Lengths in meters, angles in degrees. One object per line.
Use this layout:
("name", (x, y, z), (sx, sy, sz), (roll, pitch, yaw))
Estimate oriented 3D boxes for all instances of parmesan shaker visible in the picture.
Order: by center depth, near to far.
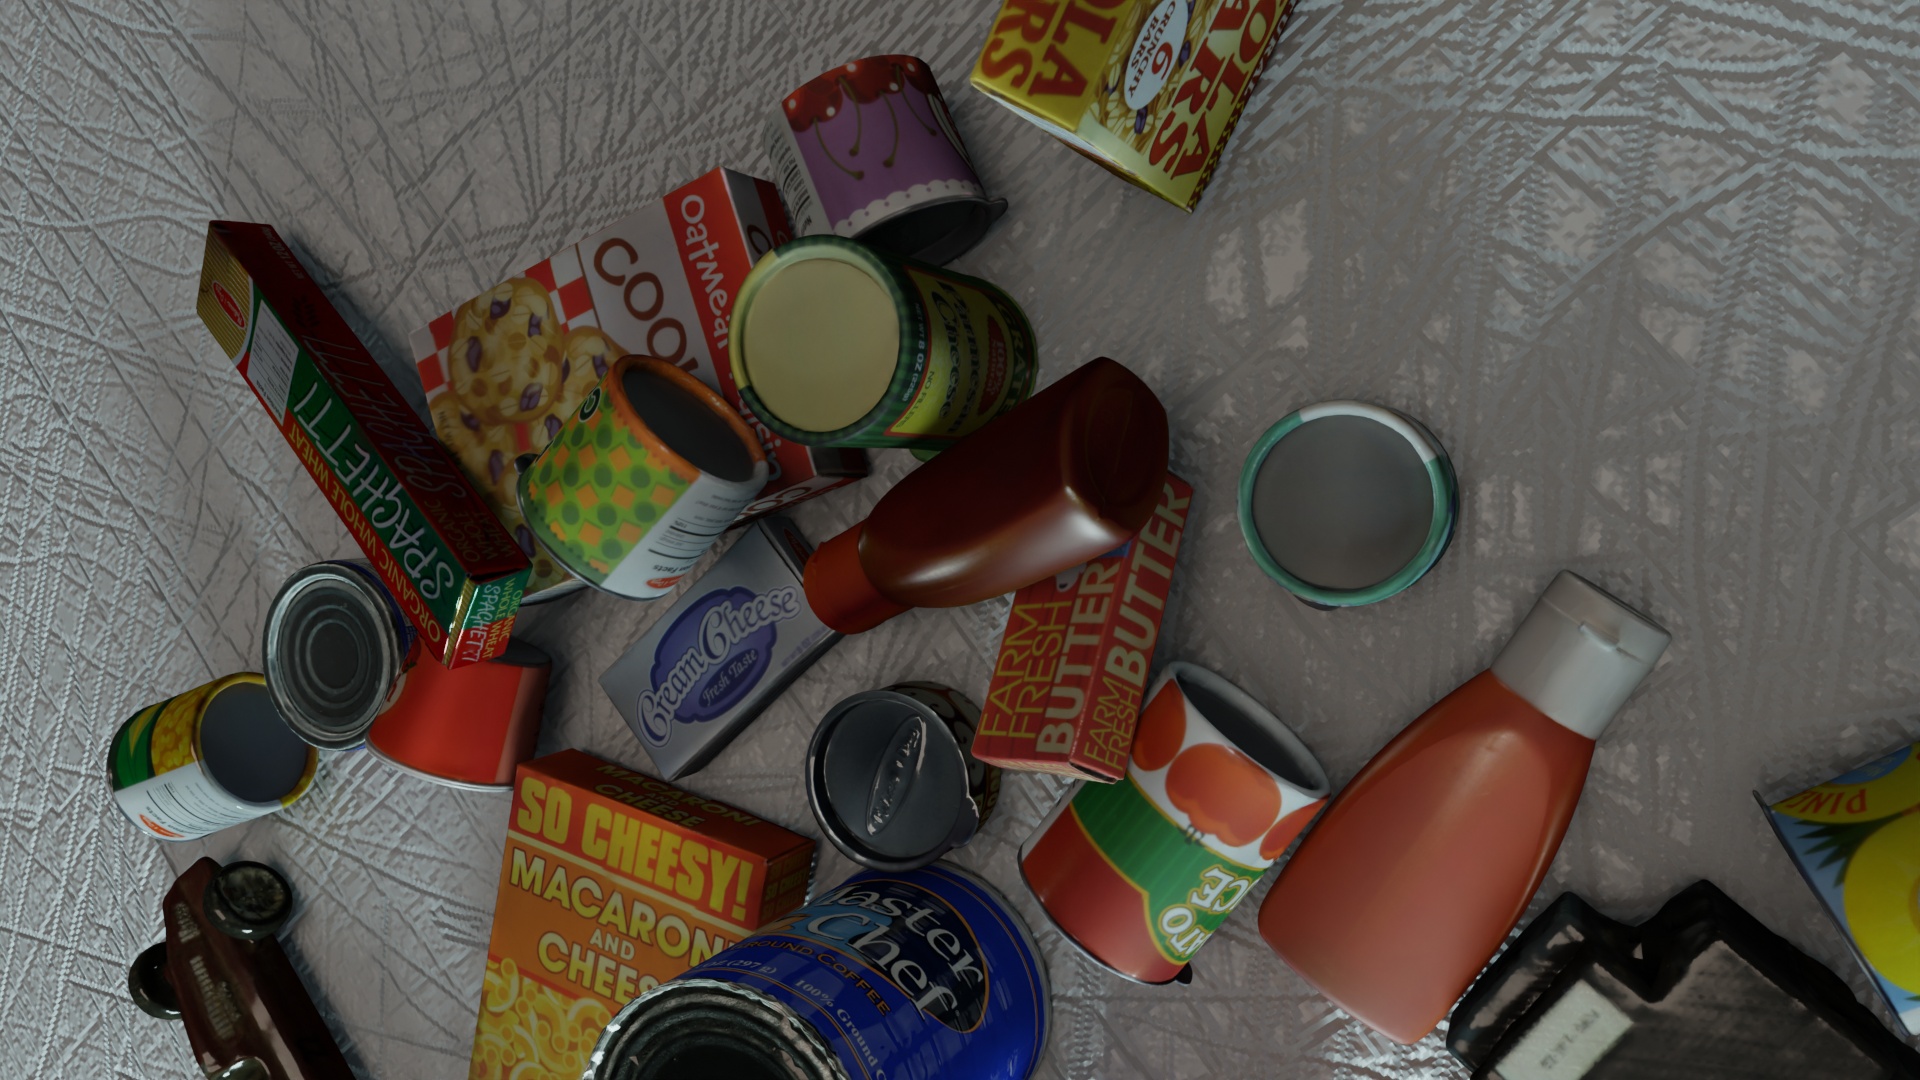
("parmesan shaker", (-0.023, -0.060, 0.468), (0.071, 0.103, 0.071), (1, 93, 24))

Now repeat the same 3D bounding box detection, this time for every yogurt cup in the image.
("yogurt cup", (-0.204, 0.067, 0.575), (0.072, 0.072, 0.054), (20, 92, 22))

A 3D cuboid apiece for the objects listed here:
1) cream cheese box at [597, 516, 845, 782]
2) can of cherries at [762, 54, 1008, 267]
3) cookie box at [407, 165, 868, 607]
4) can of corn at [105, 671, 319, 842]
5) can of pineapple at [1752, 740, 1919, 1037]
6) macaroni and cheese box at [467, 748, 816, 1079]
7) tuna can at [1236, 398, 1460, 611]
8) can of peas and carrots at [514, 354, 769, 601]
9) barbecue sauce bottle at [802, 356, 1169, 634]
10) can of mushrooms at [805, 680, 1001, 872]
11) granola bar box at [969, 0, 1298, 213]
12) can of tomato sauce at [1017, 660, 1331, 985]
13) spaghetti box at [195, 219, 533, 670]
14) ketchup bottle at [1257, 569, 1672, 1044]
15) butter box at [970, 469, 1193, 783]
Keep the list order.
("cream cheese box", (-0.092, 0.044, 0.545), (0.103, 0.024, 0.053), (-43, 75, 19))
("can of cherries", (-0.027, -0.129, 0.489), (0.071, 0.071, 0.058), (-27, 81, 23))
("cookie box", (-0.131, -0.055, 0.551), (0.167, 0.040, 0.123), (-20, 84, 24))
("can of corn", (-0.340, 0.096, 0.636), (0.058, 0.071, 0.071), (-20, 84, 23))
("can of pineapple", (0.259, 0.087, 0.369), (0.057, 0.071, 0.071), (-33, 79, 21))
("macaroni and cheese box", (-0.132, 0.182, 0.560), (0.124, 0.040, 0.166), (15, 98, 23))
("tuna can", (0.122, -0.010, 0.444), (0.071, 0.033, 0.071), (1, 92, 24))
("can of peas and carrots", (-0.111, -0.024, 0.482), (0.058, 0.071, 0.071), (-45, 75, 20))
("barbecue sauce bottle", (0.002, -0.006, 0.467), (0.043, 0.065, 0.148), (37, 140, -23))
("can of mushrooms", (-0.019, 0.087, 0.510), (0.071, 0.033, 0.071), (1, 92, 24))
("granola bar box", (0.075, -0.190, 0.408), (0.039, 0.124, 0.165), (31, 104, 20))
("can of tomato sauce", (0.071, 0.092, 0.452), (0.071, 0.071, 0.083), (40, 106, 17))
("spaghetti box", (-0.257, -0.047, 0.584), (0.251, 0.029, 0.050), (45, 125, 26))
("ketchup bottle", (0.156, 0.079, 0.426), (0.065, 0.043, 0.148), (36, 105, 18))
("butter box", (0.040, 0.026, 0.455), (0.053, 0.024, 0.104), (-8, 60, 53))
